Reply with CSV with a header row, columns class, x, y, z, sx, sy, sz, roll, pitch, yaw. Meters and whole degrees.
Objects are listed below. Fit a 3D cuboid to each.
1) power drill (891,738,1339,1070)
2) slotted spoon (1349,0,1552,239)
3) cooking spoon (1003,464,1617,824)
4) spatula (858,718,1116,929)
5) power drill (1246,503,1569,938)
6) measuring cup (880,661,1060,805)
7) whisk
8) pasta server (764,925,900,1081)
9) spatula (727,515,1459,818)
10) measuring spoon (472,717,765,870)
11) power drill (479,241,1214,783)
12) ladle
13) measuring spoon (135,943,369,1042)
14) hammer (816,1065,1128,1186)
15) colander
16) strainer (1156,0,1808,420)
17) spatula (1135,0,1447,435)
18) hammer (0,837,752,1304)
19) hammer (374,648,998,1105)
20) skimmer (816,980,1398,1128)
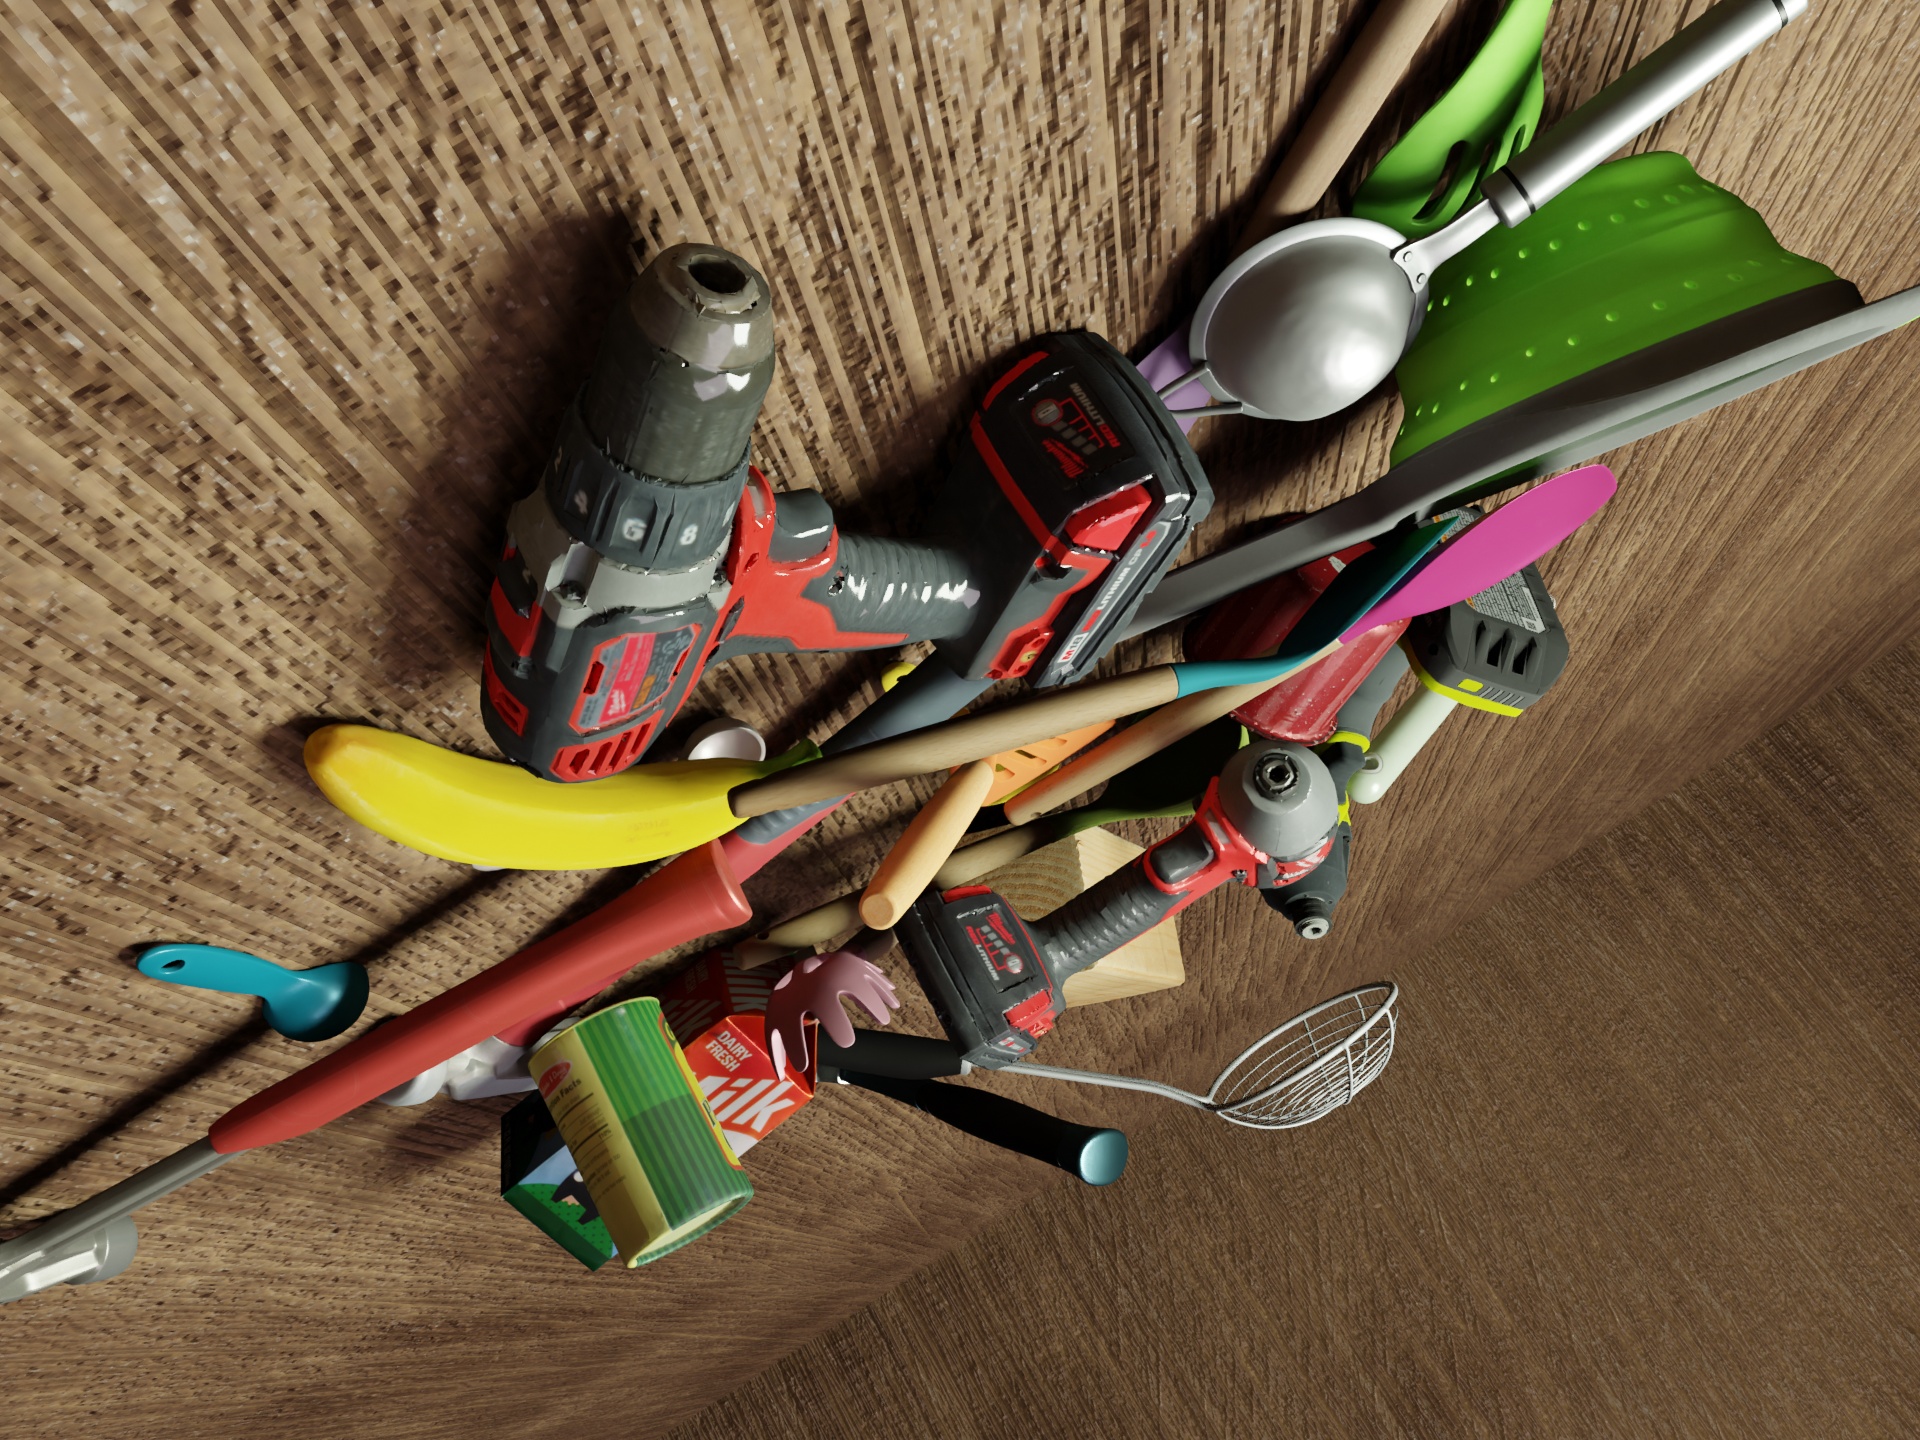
class,x,y,z,sx,sy,sz,roll,pitch,yaw
power drill,0.084,0.082,0.778,0.219,0.079,0.143,-29,162,1
slotted spoon,0.185,-0.255,0.459,0.070,0.031,0.313,-21,154,-18
cooking spoon,0.151,-0.029,0.736,0.319,0.017,0.068,-31,153,22
spatula,0.008,0.035,0.632,0.081,0.041,0.322,-33,-177,14
power drill,0.223,0.000,0.870,0.080,0.171,0.223,15,133,-18
measuring cup,-0.001,-0.002,0.752,0.062,0.029,0.156,-30,147,12
whisk,0.307,-0.024,1.001,0.246,0.058,0.059,-42,132,-34
pasta server,-0.047,0.125,0.815,0.060,0.040,0.316,-29,176,5
spatula,0.057,-0.019,0.637,0.317,0.044,0.082,-16,178,-18
measuring spoon,-0.138,0.028,0.636,0.124,0.018,0.034,-24,139,-6
power drill,-0.031,-0.068,0.496,0.226,0.080,0.187,-13,151,-35
ladle,0.024,0.054,0.818,0.320,0.078,0.062,-19,122,-32
measuring spoon,-0.266,0.105,0.604,0.042,0.021,0.128,-33,160,0
hammer,-0.007,0.234,0.979,0.128,0.033,0.331,8,175,-31
colander,0.170,-0.126,0.648,0.397,0.094,0.204,-22,178,22
strainer,0.176,-0.170,0.533,0.258,0.050,0.086,-36,136,19
spatula,0.106,-0.171,0.538,0.059,0.018,0.315,-12,152,-33
hammer,-0.249,0.143,0.627,0.359,0.037,0.149,-28,166,3
hammer,-0.088,0.056,0.711,0.386,0.038,0.143,-38,159,17
skimmer,0.067,0.175,0.924,0.363,0.090,0.127,7,178,2
